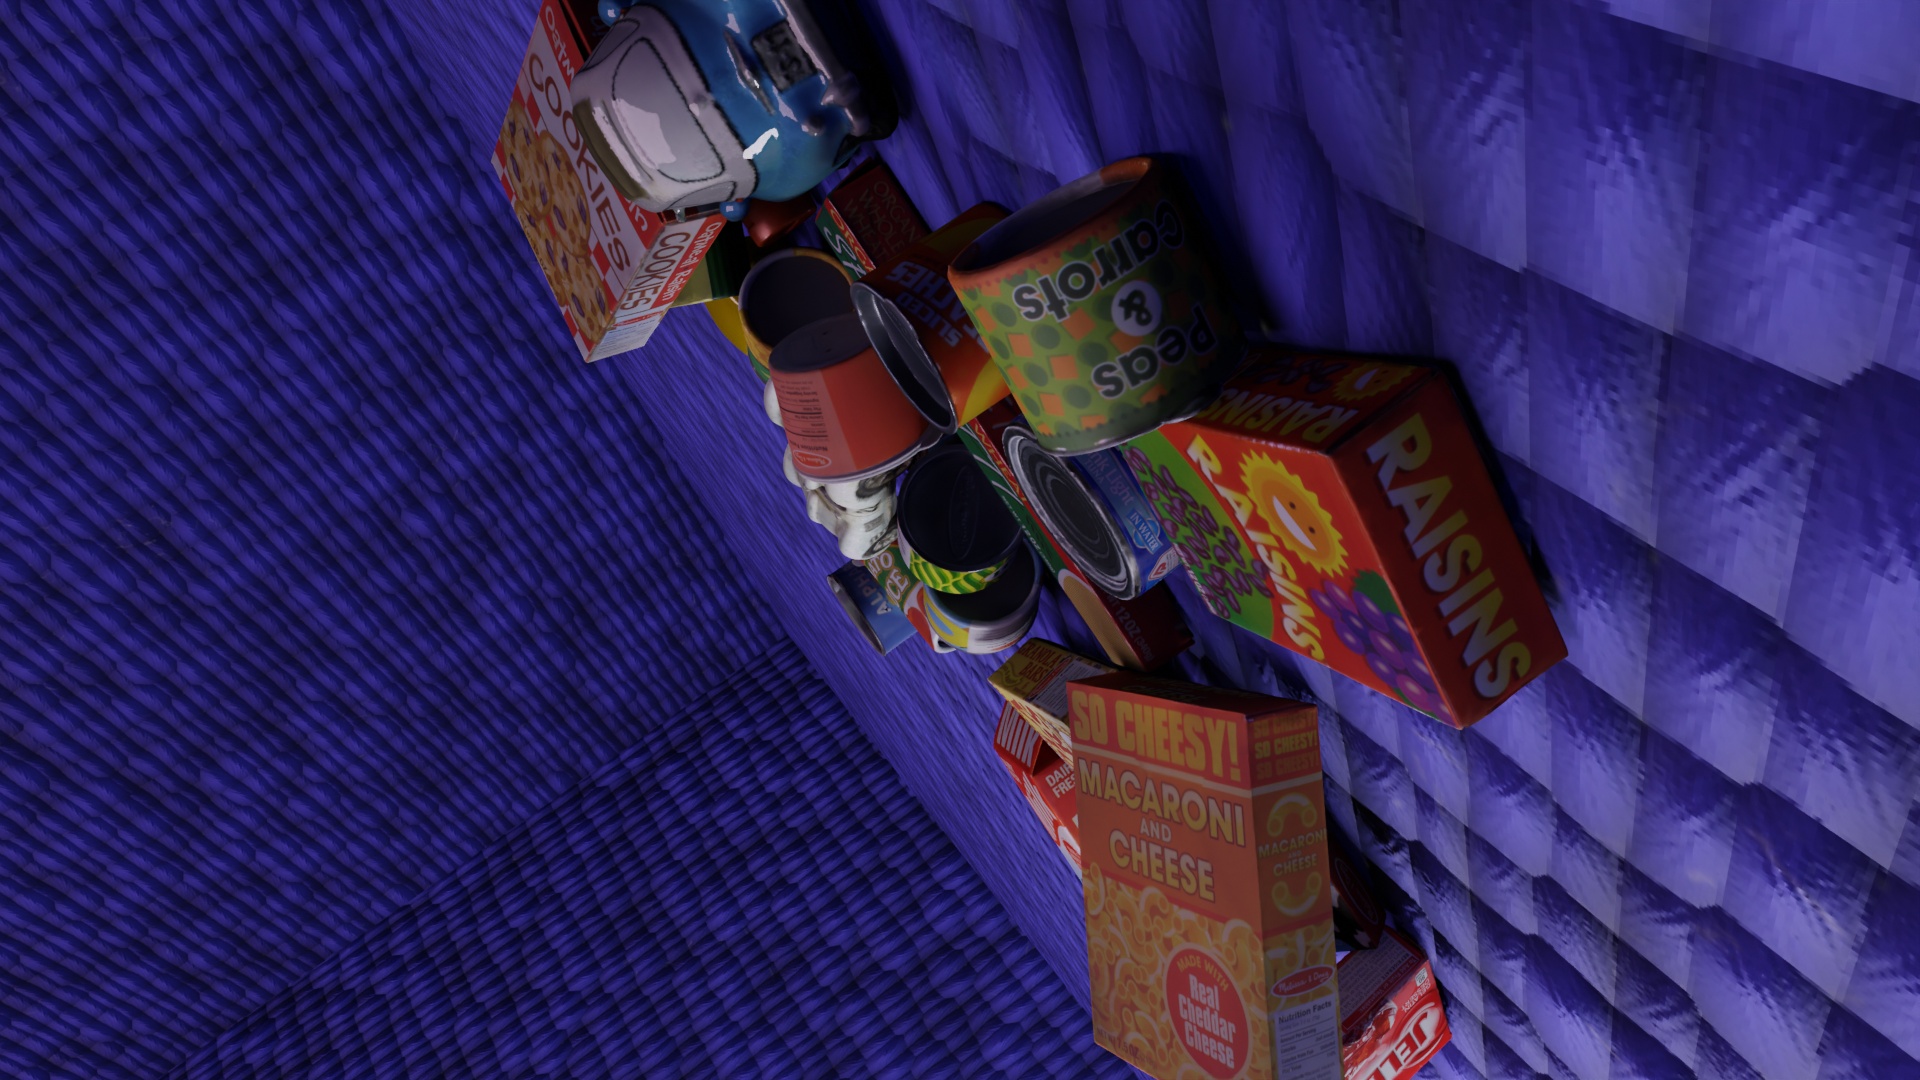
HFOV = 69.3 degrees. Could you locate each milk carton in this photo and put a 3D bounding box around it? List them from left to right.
[{"bbox_3d":[0.085,0.151,0.818,0.190,0.073,0.072,58,169,-14],"label":"milk carton"}]

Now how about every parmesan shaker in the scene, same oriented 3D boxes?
[{"bbox_3d":[-0.156,-0.181,0.759,0.071,0.071,0.103,-157,56,-69],"label":"parmesan shaker"}]

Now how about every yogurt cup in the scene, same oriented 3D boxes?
[{"bbox_3d":[-0.050,-0.065,0.611,0.072,0.072,0.053,39,153,54],"label":"yogurt cup"}]

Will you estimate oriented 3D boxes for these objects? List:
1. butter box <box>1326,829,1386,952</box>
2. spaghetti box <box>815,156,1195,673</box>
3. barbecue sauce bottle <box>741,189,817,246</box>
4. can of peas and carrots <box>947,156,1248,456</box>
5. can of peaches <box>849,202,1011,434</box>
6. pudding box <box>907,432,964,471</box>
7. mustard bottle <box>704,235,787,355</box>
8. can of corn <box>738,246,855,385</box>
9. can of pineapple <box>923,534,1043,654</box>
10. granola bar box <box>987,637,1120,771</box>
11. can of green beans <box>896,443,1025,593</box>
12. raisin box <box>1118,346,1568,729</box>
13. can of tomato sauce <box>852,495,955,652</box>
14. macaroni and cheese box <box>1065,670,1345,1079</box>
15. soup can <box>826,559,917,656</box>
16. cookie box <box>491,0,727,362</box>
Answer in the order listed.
[{"bbox_3d":[0.134,0.163,0.631,0.103,0.024,0.053,-21,112,41],"label":"butter box"},{"bbox_3d":[0.018,-0.051,0.611,0.250,0.029,0.050,56,170,-6],"label":"spaghetti box"},{"bbox_3d":[-0.126,-0.217,0.684,0.148,0.044,0.065,56,164,-9],"label":"barbecue sauce bottle"},{"bbox_3d":[0.038,-0.065,0.384,0.058,0.071,0.071,59,168,-20],"label":"can of peas and carrots"},{"bbox_3d":[0.002,-0.082,0.509,0.071,0.058,0.071,52,168,16],"label":"can of peaches"},{"bbox_3d":[-0.021,-0.063,0.736,0.050,0.030,0.083,54,169,10],"label":"pudding box"},{"bbox_3d":[-0.126,-0.155,0.854,0.065,0.049,0.160,53,168,-7],"label":"mustard bottle"},{"bbox_3d":[-0.082,-0.116,0.749,0.071,0.071,0.058,52,168,11],"label":"can of corn"},{"bbox_3d":[0.011,0.023,0.767,0.071,0.071,0.057,52,168,14],"label":"can of pineapple"},{"bbox_3d":[0.097,0.125,0.714,0.165,0.039,0.124,47,171,-13],"label":"granola bar box"},{"bbox_3d":[0.000,-0.010,0.713,0.071,0.071,0.057,53,169,10],"label":"can of green beans"},{"bbox_3d":[0.097,-0.008,0.383,0.086,0.040,0.123,59,169,-19],"label":"raisin box"},{"bbox_3d":[-0.017,0.019,0.862,0.083,0.071,0.071,49,168,23],"label":"can of tomato sauce"},{"bbox_3d":[0.099,0.143,0.578,0.123,0.040,0.166,2,97,61],"label":"macaroni and cheese box"},{"bbox_3d":[-0.038,0.026,0.935,0.071,0.084,0.071,51,168,15],"label":"soup can"},{"bbox_3d":[-0.176,-0.176,0.679,0.167,0.040,0.123,-30,85,59],"label":"cookie box"}]
